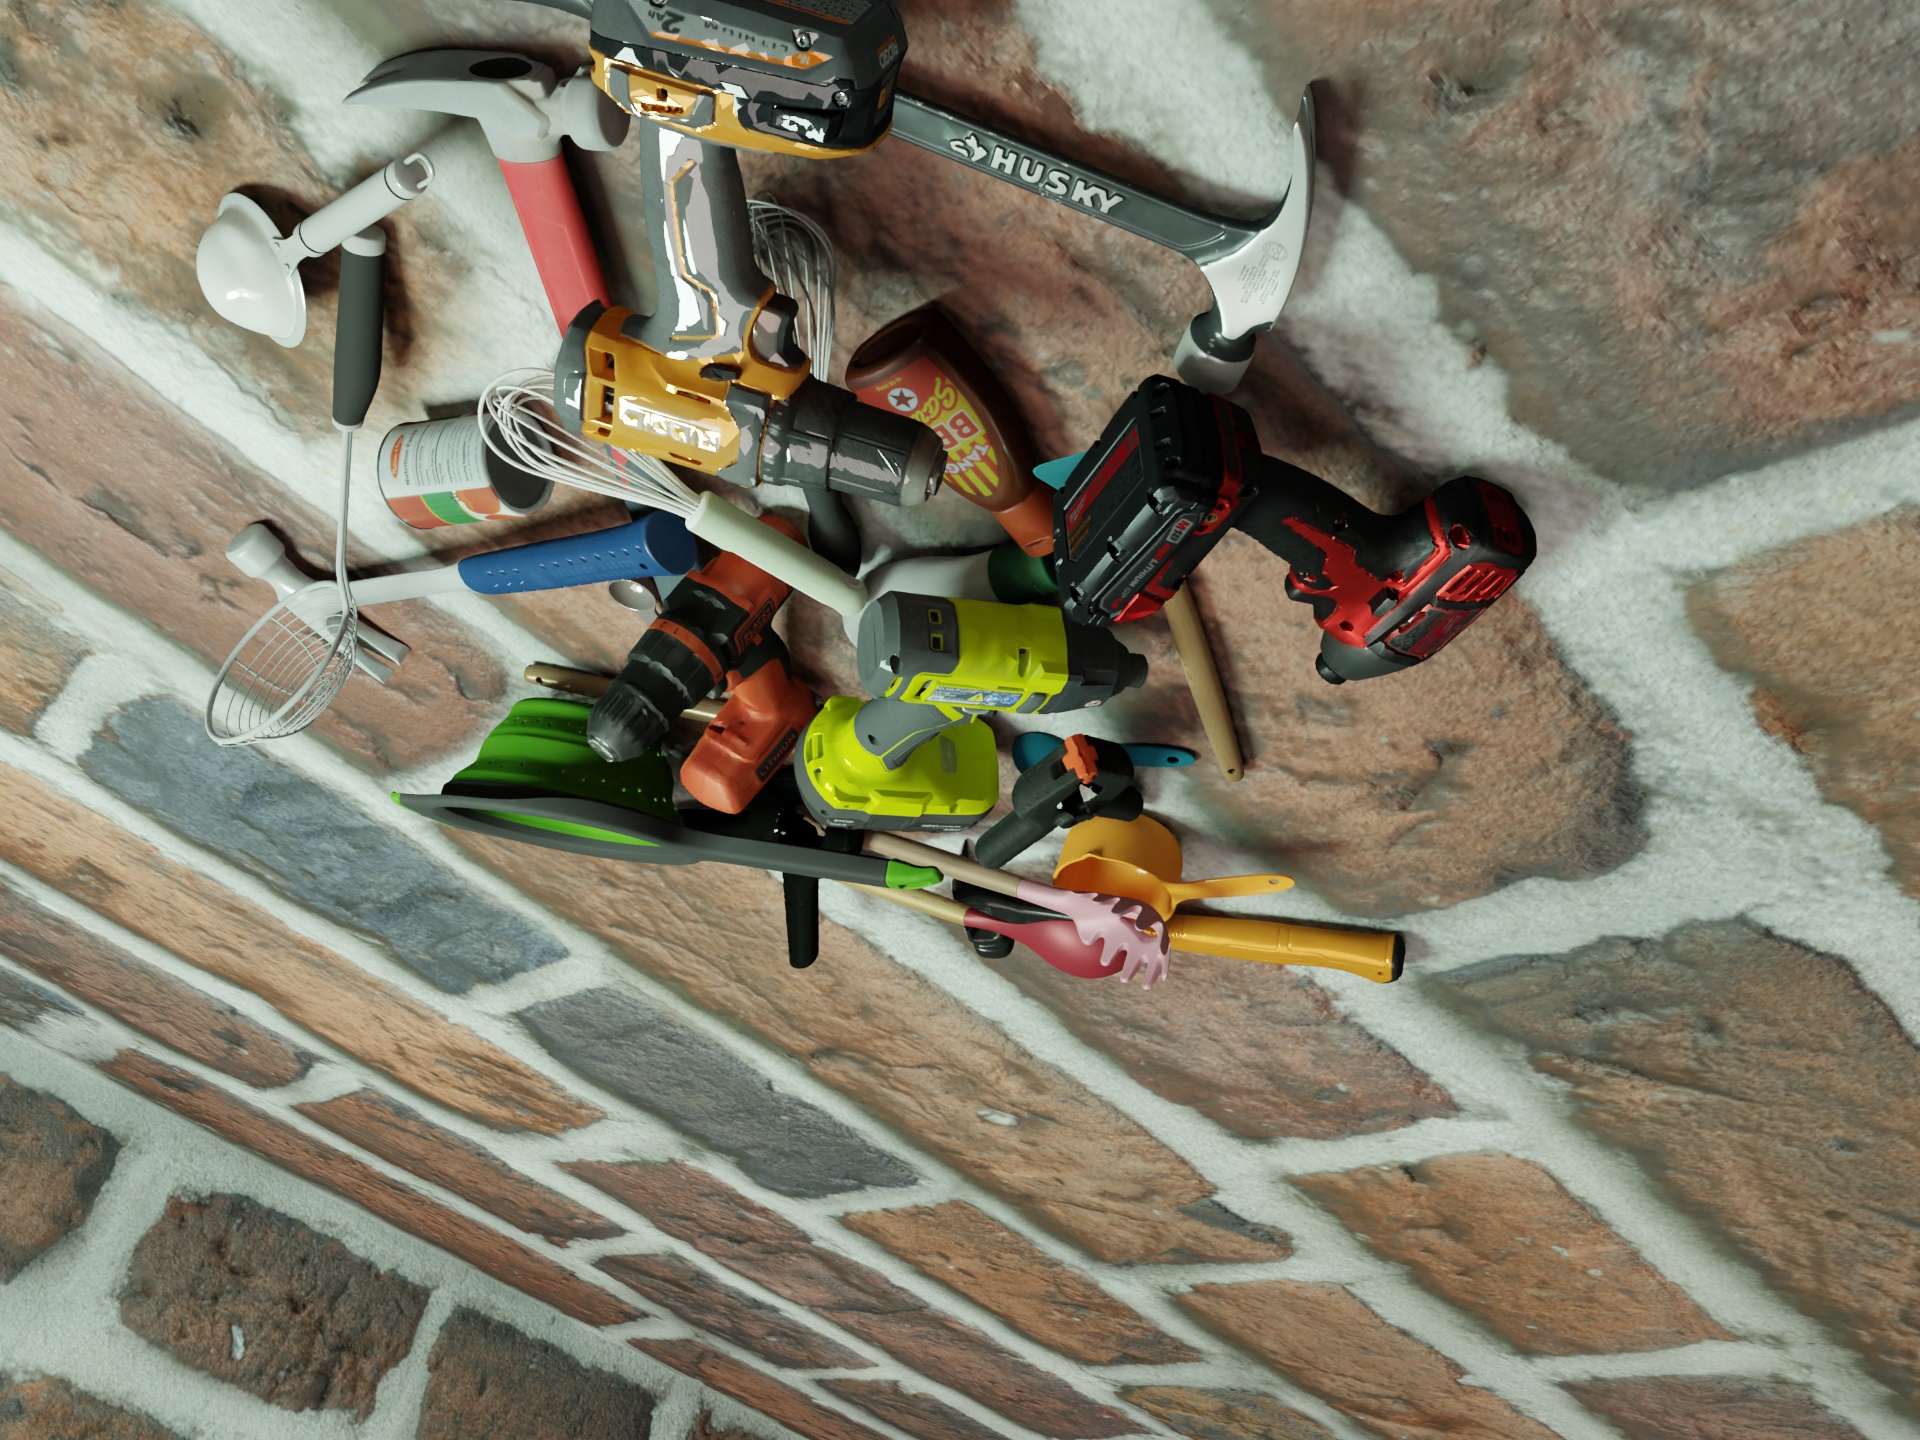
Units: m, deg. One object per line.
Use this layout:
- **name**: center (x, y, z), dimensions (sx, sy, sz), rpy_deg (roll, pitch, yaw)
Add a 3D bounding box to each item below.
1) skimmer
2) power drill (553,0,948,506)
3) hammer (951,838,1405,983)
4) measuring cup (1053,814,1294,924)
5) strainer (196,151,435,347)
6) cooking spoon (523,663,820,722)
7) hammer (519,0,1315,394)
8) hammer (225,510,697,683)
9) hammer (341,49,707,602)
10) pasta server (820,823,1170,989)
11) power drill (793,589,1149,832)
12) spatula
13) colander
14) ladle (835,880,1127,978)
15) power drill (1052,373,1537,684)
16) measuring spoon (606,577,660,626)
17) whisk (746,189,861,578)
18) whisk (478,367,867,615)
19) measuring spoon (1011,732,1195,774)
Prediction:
- **skimmer**: center (-0.406, -0.135, 0.963), dimensions (0.090, 0.127, 0.363), rpy_deg (5, 130, -21)
- **power drill**: center (-0.081, -0.201, 0.699), dimensions (0.185, 0.084, 0.226), rpy_deg (18, 130, 3)
- **hammer**: center (0.158, 0.153, 1.188), dimensions (0.337, 0.034, 0.127), rpy_deg (4, 143, 19)
- **measuring cup**: center (0.150, 0.098, 1.106), dimensions (0.173, 0.052, 0.095), rpy_deg (-7, 137, 28)
- **strainer**: center (-0.350, -0.255, 0.844), dimensions (0.258, 0.050, 0.086), rpy_deg (-7, 111, 42)
- **cooking spoon**: center (-0.166, -0.004, 1.141), dimensions (0.319, 0.017, 0.068), rpy_deg (11, 127, 11)
- **hammer**: center (-0.035, -0.278, 0.709), dimensions (0.409, 0.036, 0.149), rpy_deg (21, 143, -3)
- **hammer**: center (-0.323, -0.091, 1.048), dimensions (0.405, 0.035, 0.143), rpy_deg (-3, 140, 38)
- **hammer**: center (-0.212, -0.190, 0.902), dimensions (0.143, 0.038, 0.385), rpy_deg (10, 143, 15)
- **pasta server**: center (0.018, 0.116, 1.135), dimensions (0.316, 0.040, 0.060), rpy_deg (15, 130, 34)
- **power drill**: center (-0.002, -0.003, 0.977), dimensions (0.171, 0.080, 0.223), rpy_deg (5, 156, -22)
- **spatula**: center (0.126, -0.054, 0.921), dimensions (0.082, 0.044, 0.317), rpy_deg (-11, 138, 17)
- **colander**: center (-0.201, 0.051, 1.148), dimensions (0.397, 0.094, 0.204), rpy_deg (7, 167, 10)
- **ladle**: center (-0.015, 0.139, 1.200), dimensions (0.315, 0.031, 0.069), rpy_deg (15, 148, 30)
- **power drill**: center (0.164, -0.082, 0.806), dimensions (0.219, 0.079, 0.143), rpy_deg (13, 143, -22)
- **measuring spoon**: center (-0.197, -0.064, 1.085), dimensions (0.034, 0.018, 0.124), rpy_deg (-3, 146, 27)
- **whisk**: center (-0.087, -0.166, 0.865), dimensions (0.070, 0.070, 0.284), rpy_deg (10, 148, 13)
- **whisk**: center (-0.155, -0.122, 0.896), dimensions (0.246, 0.058, 0.059), rpy_deg (29, 112, -25)
- **measuring spoon**: center (0.093, 0.030, 1.064), dimensions (0.128, 0.021, 0.042), rpy_deg (1, 141, 24)
